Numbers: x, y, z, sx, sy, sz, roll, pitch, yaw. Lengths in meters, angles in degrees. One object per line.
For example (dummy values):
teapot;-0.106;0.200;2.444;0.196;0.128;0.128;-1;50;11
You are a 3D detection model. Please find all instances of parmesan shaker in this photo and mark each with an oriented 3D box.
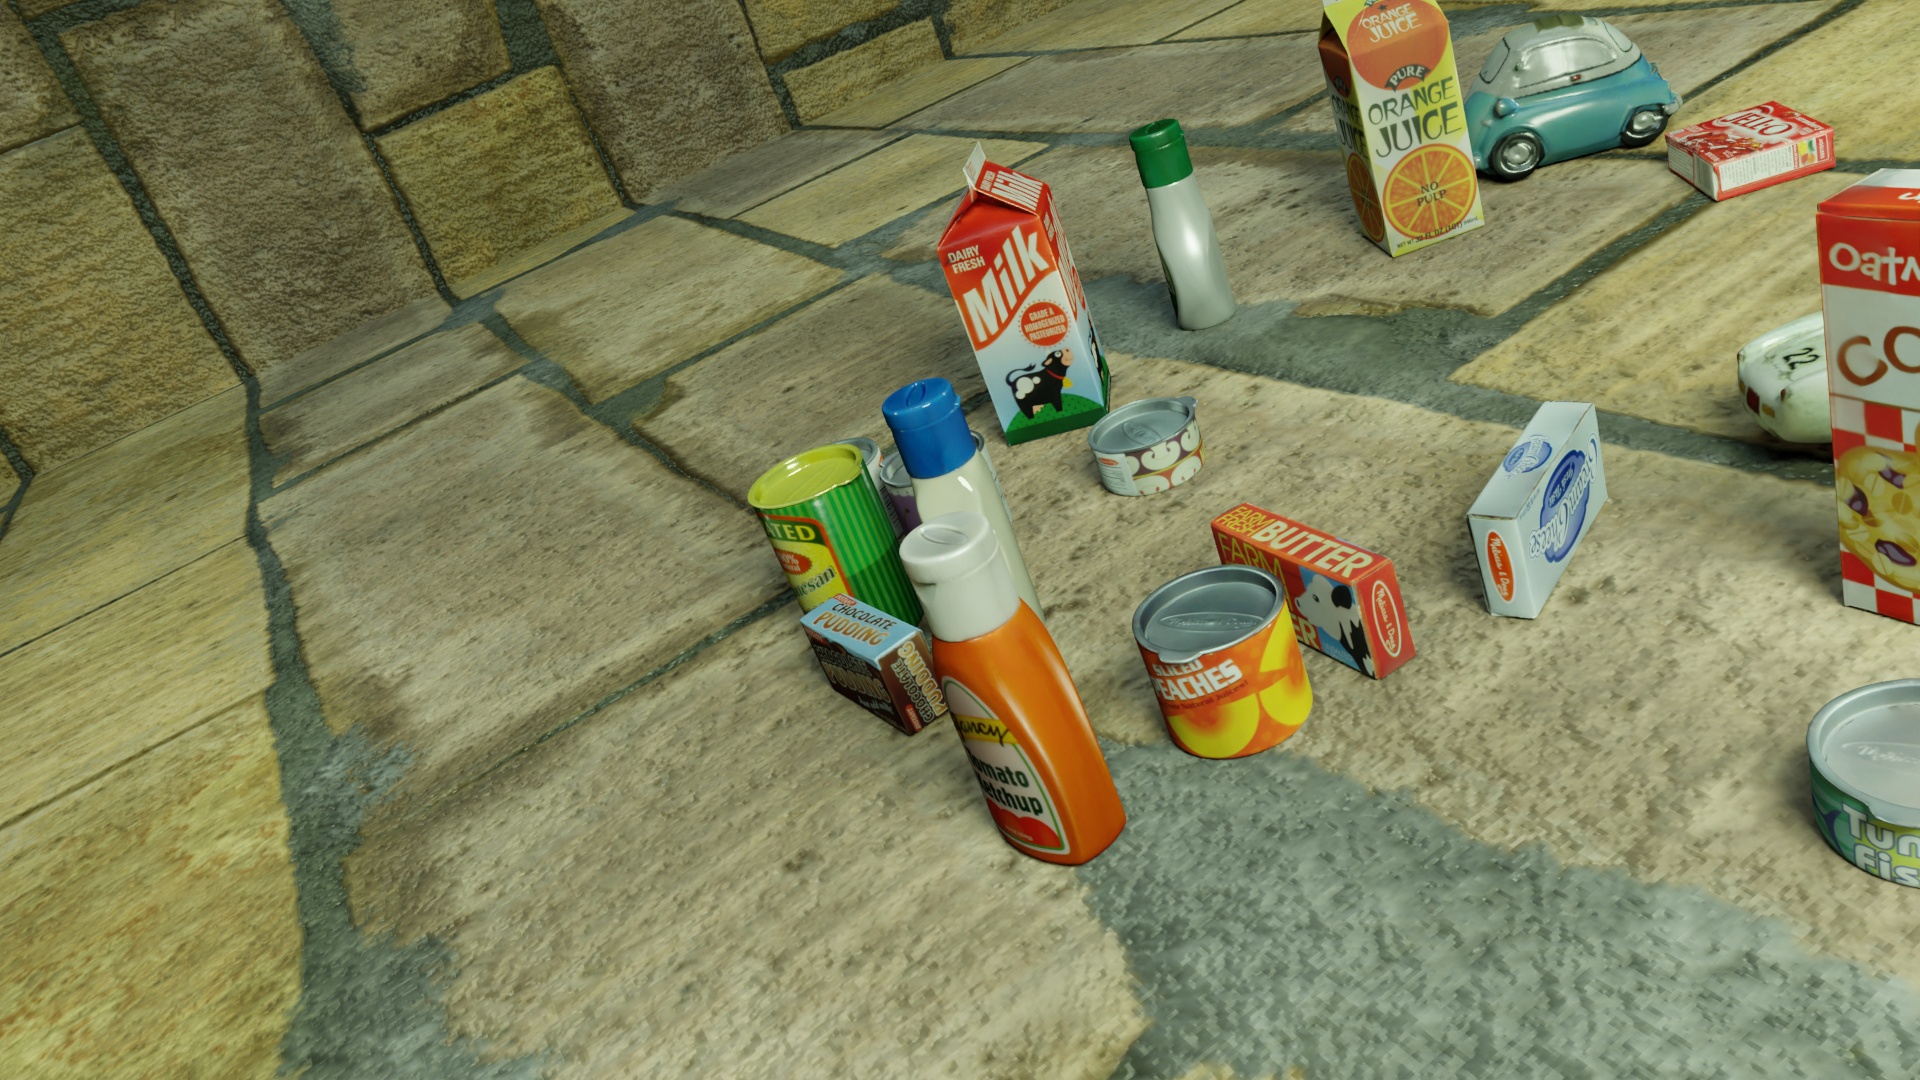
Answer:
parmesan shaker;-0.065;0.007;0.769;0.071;0.102;0.071;-17;26;9

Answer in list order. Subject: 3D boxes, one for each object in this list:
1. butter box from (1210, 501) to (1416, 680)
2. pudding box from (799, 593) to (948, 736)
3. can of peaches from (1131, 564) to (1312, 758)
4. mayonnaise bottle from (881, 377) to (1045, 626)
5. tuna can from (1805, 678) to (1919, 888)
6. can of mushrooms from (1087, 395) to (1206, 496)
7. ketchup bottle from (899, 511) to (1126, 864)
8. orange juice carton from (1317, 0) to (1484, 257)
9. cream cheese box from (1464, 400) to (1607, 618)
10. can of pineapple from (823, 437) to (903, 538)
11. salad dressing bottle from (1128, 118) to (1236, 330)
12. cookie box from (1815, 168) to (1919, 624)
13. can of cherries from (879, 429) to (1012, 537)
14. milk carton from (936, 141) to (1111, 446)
butter box;0.158;0.021;0.633;0.024;0.053;0.103;-30;27;-16
pudding box;-0.044;0.061;0.710;0.030;0.049;0.084;-34;28;-23
can of peaches;0.112;0.053;0.598;0.071;0.058;0.071;-17;26;9
mayonnaise bottle;0.002;-0.009;0.697;0.041;0.147;0.065;-16;26;12
tuna can;0.305;0.077;0.437;0.071;0.032;0.071;-17;26;9
can of mushrooms;0.115;-0.058;0.837;0.071;0.033;0.071;-17;26;9
ketchup bottle;0.018;0.059;0.555;0.044;0.148;0.065;-37;30;-29
orange juice carton;0.311;-0.310;0.992;0.072;0.192;0.073;-19;26;5
cream cheese box;0.261;-0.016;0.624;0.024;0.053;0.104;4;36;42
can of pineapple;-0.076;-0.025;0.889;0.071;0.057;0.071;-17;26;9
salad dressing bottle;0.159;-0.226;0.996;0.044;0.147;0.064;-12;27;19
cookie box;0.360;-0.037;0.461;0.040;0.166;0.123;-31;27;-19
can of cherries;-0.009;-0.027;0.843;0.071;0.058;0.072;-17;26;9
milk carton;0.039;-0.167;0.925;0.073;0.189;0.073;-14;27;16
